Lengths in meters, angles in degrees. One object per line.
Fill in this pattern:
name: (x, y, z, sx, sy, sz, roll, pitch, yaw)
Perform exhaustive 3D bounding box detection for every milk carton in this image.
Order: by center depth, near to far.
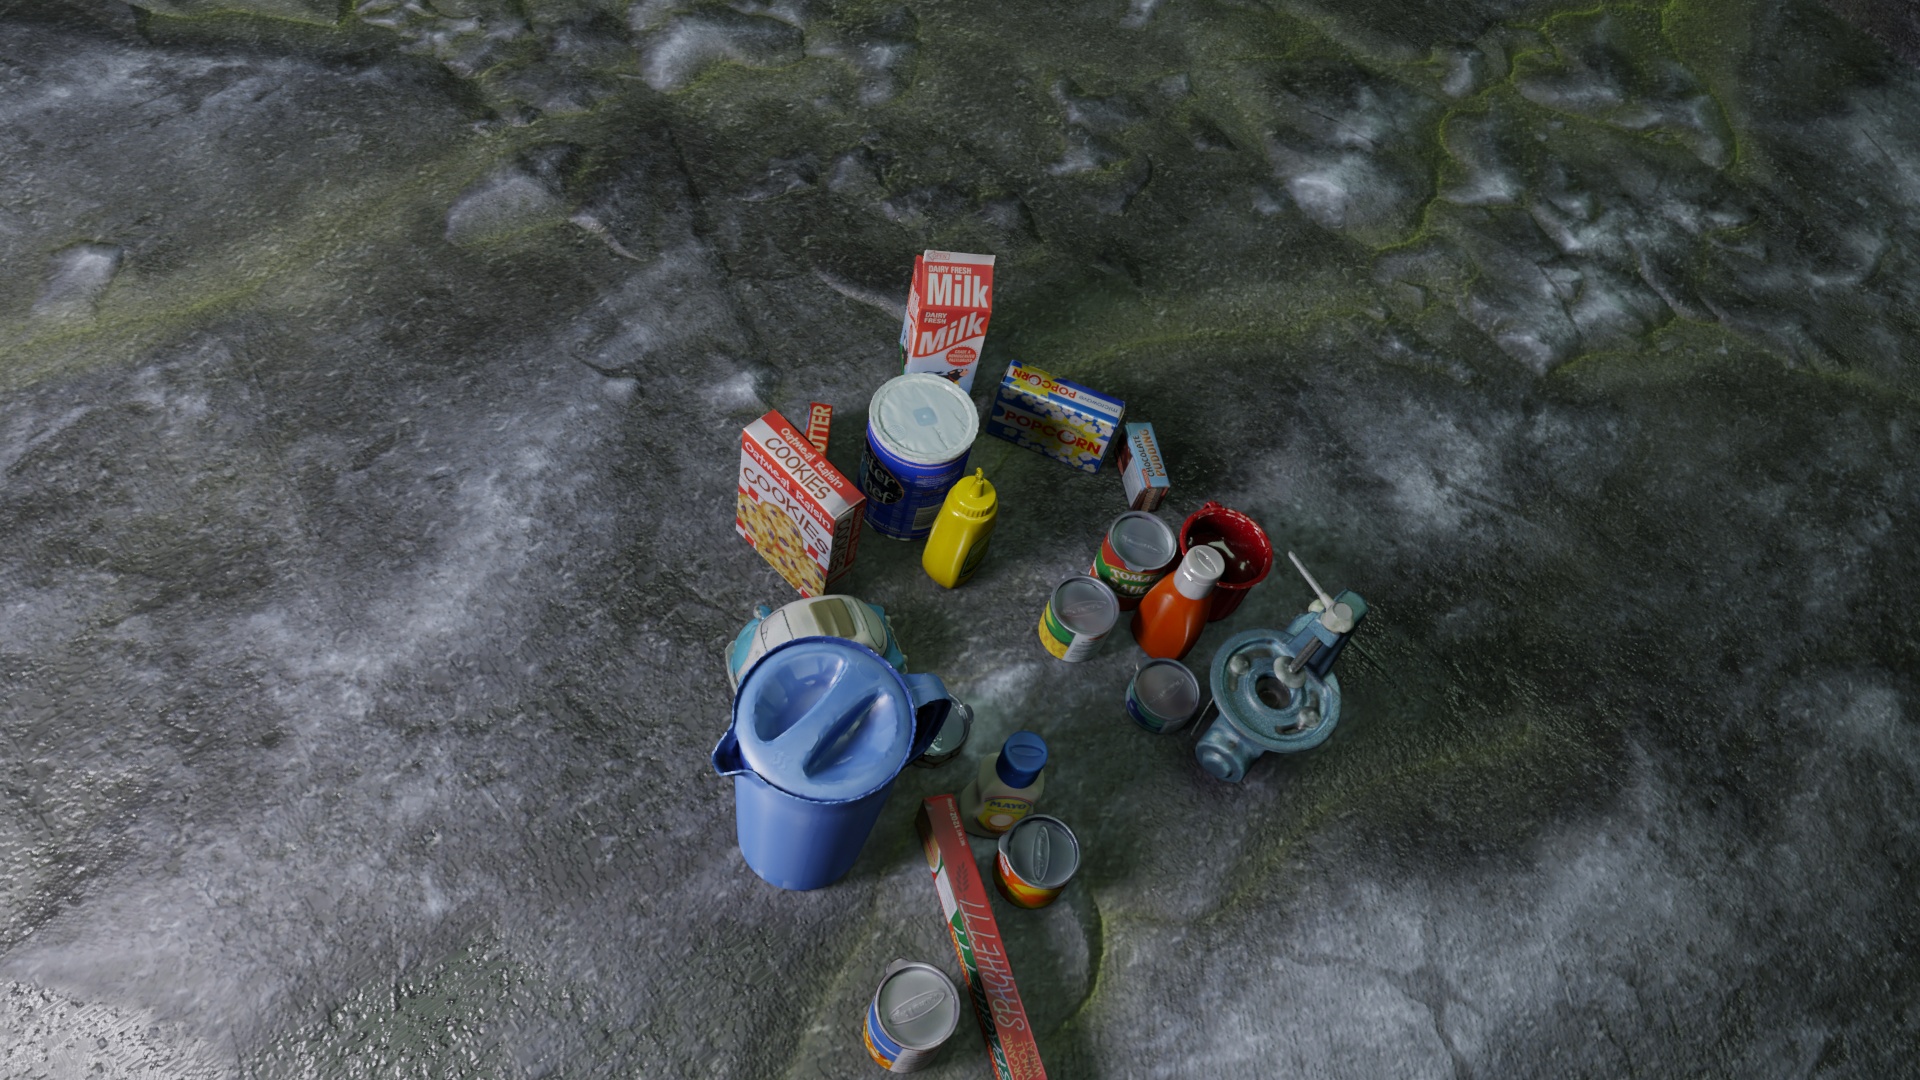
milk carton: (-0.015, -0.225, 1.410, 0.072, 0.189, 0.074, 1, 58, -11)

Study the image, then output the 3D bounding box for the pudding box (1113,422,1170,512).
pudding box: (0.187, -0.076, 1.440, 0.030, 0.049, 0.084, -4, 59, -14)

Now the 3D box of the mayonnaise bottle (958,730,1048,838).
mayonnaise bottle: (0.040, 0.207, 1.168, 0.065, 0.147, 0.041, 7, 57, -7)

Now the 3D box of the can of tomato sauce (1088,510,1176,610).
can of tomato sauce: (0.166, 0.023, 1.352, 0.071, 0.082, 0.071, 5, 57, -8)

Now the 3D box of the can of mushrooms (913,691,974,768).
can of mushrooms: (-0.024, 0.168, 1.248, 0.071, 0.033, 0.071, 5, 57, -8)

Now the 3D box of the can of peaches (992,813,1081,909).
can of peaches: (0.062, 0.273, 1.184, 0.071, 0.057, 0.071, 5, 57, -8)

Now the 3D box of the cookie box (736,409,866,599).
cookie box: (-0.148, -0.025, 1.267, 0.123, 0.166, 0.040, 43, 60, 16)

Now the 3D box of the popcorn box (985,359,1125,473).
popcorn box: (0.097, -0.127, 1.433, 0.127, 0.084, 0.038, 21, 56, 2)

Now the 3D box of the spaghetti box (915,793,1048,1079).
spaghetti box: (0.014, 0.332, 1.141, 0.029, 0.050, 0.251, -11, 60, -18)

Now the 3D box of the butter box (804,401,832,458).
butter box: (-0.145, -0.081, 1.372, 0.024, 0.052, 0.104, 9, 56, -6)

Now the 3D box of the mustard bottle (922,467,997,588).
mustard bottle: (0.005, -0.016, 1.297, 0.049, 0.159, 0.065, 37, 58, 12)

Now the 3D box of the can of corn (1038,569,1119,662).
can of corn: (0.111, 0.072, 1.323, 0.071, 0.058, 0.071, 5, 57, -8)

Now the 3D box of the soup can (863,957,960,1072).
soup can: (-0.040, 0.371, 1.084, 0.071, 0.083, 0.072, 5, 57, -8)

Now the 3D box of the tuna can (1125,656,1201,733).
tuna can: (0.189, 0.145, 1.308, 0.071, 0.032, 0.071, 5, 57, -8)

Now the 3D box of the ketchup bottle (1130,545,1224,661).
ketchup bottle: (0.205, 0.058, 1.297, 0.044, 0.148, 0.065, -30, 68, -27)
